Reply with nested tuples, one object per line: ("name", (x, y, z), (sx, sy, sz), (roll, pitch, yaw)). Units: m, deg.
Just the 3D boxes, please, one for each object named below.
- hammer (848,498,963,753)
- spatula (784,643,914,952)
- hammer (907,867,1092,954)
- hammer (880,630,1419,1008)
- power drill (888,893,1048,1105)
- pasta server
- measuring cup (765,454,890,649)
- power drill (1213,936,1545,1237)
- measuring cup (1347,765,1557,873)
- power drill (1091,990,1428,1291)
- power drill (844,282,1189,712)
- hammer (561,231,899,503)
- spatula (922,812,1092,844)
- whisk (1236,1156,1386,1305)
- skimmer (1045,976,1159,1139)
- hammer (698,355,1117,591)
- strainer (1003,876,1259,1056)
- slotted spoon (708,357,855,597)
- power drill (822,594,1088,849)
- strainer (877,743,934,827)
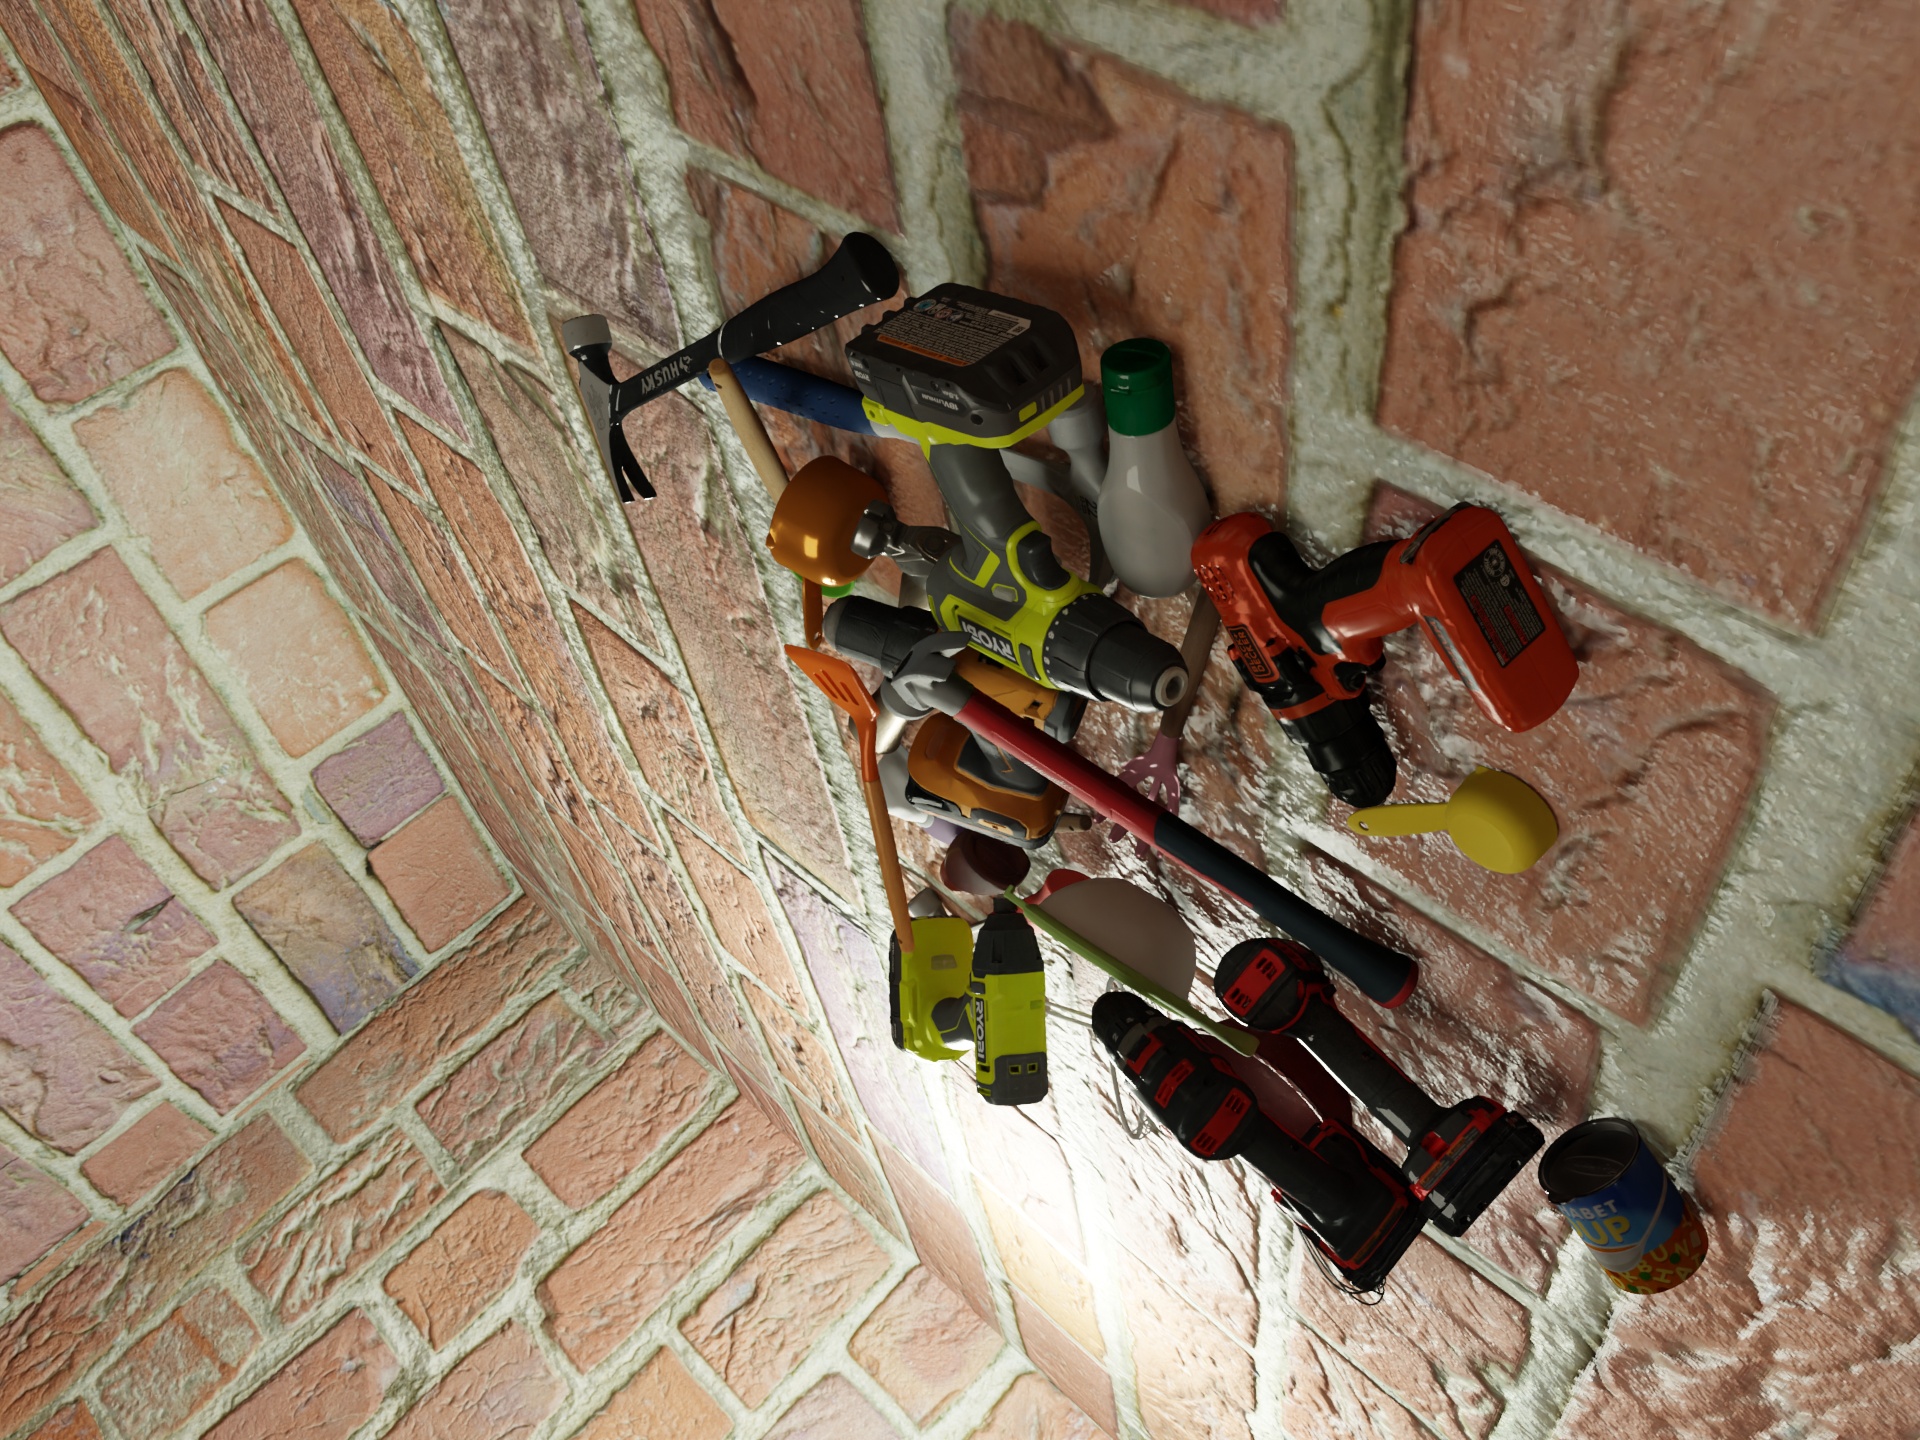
("hammer", (-0.029, -0.042, 1.223), (0.146, 0.038, 0.410), (25, 160, 0))
("spatula", (-0.078, 0.073, 1.344), (0.081, 0.041, 0.322), (18, 130, 40))
("hammer", (0.053, 0.195, 1.469), (0.149, 0.037, 0.359), (49, 157, -1))
("hammer", (0.129, 0.066, 0.978), (0.386, 0.038, 0.143), (33, 167, -9))
("power drill", (0.010, 0.236, 1.403), (0.223, 0.080, 0.171), (169, 99, -67))
("pasta server", (0.136, -0.003, 1.016), (0.060, 0.040, 0.316), (29, 151, 14))
("measuring cup", (-0.091, -0.109, 1.165), (0.052, 0.095, 0.173), (28, 139, 24))
("power drill", (0.271, 0.229, 1.052), (0.220, 0.078, 0.143), (42, -172, 24))
("measuring cup", (0.265, 0.062, 0.895), (0.062, 0.029, 0.156), (54, 155, -11))
("power drill", (0.193, 0.273, 1.085), (0.226, 0.080, 0.188), (38, 179, -21))
("power drill", (0.035, -0.111, 0.876), (0.191, 0.080, 0.228), (30, 150, 45))
("hammer", (-0.167, -0.252, 1.099), (0.409, 0.036, 0.149), (-5, 101, 54))
("spatula", (0.029, 0.089, 1.368), (0.059, 0.018, 0.316), (51, 158, -14))
("whisk", (0.281, 0.409, 1.387), (0.239, 0.055, 0.055), (46, 157, 16))
("skimmer", (0.075, 0.264, 1.372), (0.363, 0.090, 0.127), (1, 104, 64))
("hammer", (-0.045, -0.190, 1.047), (0.406, 0.035, 0.143), (27, 148, 41))
("strainer", (0.150, 0.172, 1.176), (0.151, 0.069, 0.256), (34, 176, -28))
("slotted spoon", (-0.130, -0.170, 1.149), (0.070, 0.031, 0.313), (22, 164, 16))
("power drill", (-0.002, -0.004, 1.125), (0.185, 0.084, 0.226), (19, 155, 11))
("strainer", (-0.021, 0.057, 1.384), (0.258, 0.050, 0.087), (-8, 106, 59))
